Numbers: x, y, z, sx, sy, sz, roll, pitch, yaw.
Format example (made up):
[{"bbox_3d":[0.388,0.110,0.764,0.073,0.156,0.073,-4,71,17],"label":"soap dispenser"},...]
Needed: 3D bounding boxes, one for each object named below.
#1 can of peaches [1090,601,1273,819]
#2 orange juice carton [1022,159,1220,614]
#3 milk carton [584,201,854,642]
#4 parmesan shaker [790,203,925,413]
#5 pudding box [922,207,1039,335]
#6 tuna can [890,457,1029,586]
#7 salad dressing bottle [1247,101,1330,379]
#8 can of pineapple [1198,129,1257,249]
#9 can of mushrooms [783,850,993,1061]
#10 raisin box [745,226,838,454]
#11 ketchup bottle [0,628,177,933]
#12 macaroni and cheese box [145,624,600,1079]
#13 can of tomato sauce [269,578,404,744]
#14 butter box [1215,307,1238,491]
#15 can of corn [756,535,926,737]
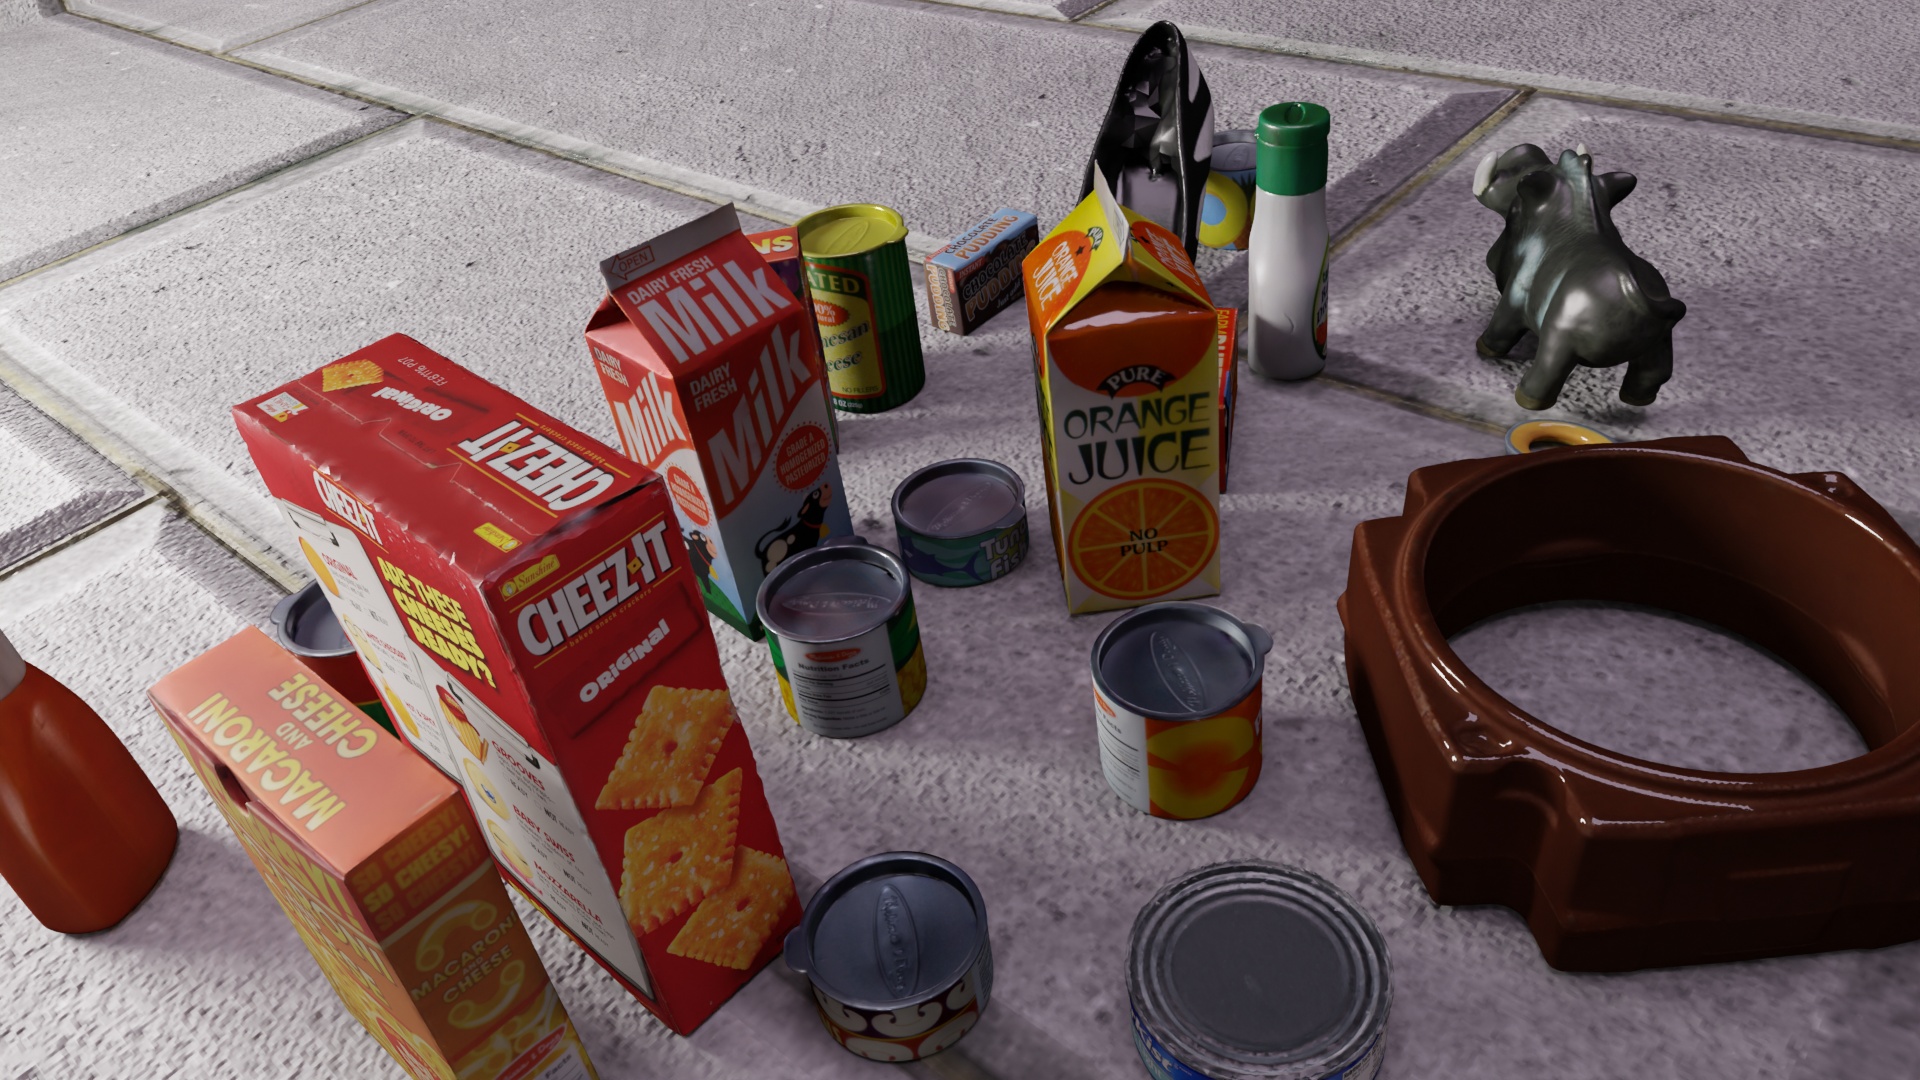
[{"bbox_3d":[0.089,0.067,0.549,0.071,0.057,0.071,-5,37,4],"label":"can of peaches"},{"bbox_3d":[0.071,-0.065,0.613,0.073,0.191,0.072,-8,37,0],"label":"orange juice carton"},{"bbox_3d":[-0.110,-0.055,0.637,0.073,0.189,0.073,-35,45,-31],"label":"milk carton"},{"bbox_3d":[-0.056,-0.132,0.799,0.071,0.102,0.072,-5,37,4],"label":"parmesan shaker"},{"bbox_3d":[0.015,-0.171,0.880,0.030,0.049,0.084,23,47,35],"label":"pudding box"},{"bbox_3d":[0.002,-0.009,0.684,0.071,0.032,0.071,-5,37,4],"label":"tuna can"},{"bbox_3d":[0.179,-0.160,0.754,0.044,0.146,0.064,4,39,17],"label":"salad dressing bottle"},{"bbox_3d":[0.185,-0.232,0.920,0.071,0.057,0.071,-5,37,4],"label":"can of pineapple"},{"bbox_3d":[-0.024,0.146,0.488,0.071,0.033,0.071,-5,37,4],"label":"can of mushrooms"},{"bbox_3d":[-0.117,-0.101,0.753,0.086,0.122,0.040,-9,37,-1],"label":"raisin box"},{"bbox_3d":[-0.362,0.084,0.539,0.043,0.148,0.065,-5,37,5],"label":"ketchup bottle"},{"bbox_3d":[-0.180,0.121,0.441,0.124,0.165,0.040,24,48,35],"label":"macaroni and cheese box"},{"bbox_3d":[-0.248,0.058,0.604,0.071,0.082,0.071,-5,37,4],"label":"can of tomato sauce"},{"bbox_3d":[0.131,-0.076,0.731,0.024,0.052,0.104,2,38,14],"label":"butter box"},{"bbox_3d":[-0.050,0.042,0.608,0.071,0.058,0.071,-5,37,4],"label":"can of corn"}]
